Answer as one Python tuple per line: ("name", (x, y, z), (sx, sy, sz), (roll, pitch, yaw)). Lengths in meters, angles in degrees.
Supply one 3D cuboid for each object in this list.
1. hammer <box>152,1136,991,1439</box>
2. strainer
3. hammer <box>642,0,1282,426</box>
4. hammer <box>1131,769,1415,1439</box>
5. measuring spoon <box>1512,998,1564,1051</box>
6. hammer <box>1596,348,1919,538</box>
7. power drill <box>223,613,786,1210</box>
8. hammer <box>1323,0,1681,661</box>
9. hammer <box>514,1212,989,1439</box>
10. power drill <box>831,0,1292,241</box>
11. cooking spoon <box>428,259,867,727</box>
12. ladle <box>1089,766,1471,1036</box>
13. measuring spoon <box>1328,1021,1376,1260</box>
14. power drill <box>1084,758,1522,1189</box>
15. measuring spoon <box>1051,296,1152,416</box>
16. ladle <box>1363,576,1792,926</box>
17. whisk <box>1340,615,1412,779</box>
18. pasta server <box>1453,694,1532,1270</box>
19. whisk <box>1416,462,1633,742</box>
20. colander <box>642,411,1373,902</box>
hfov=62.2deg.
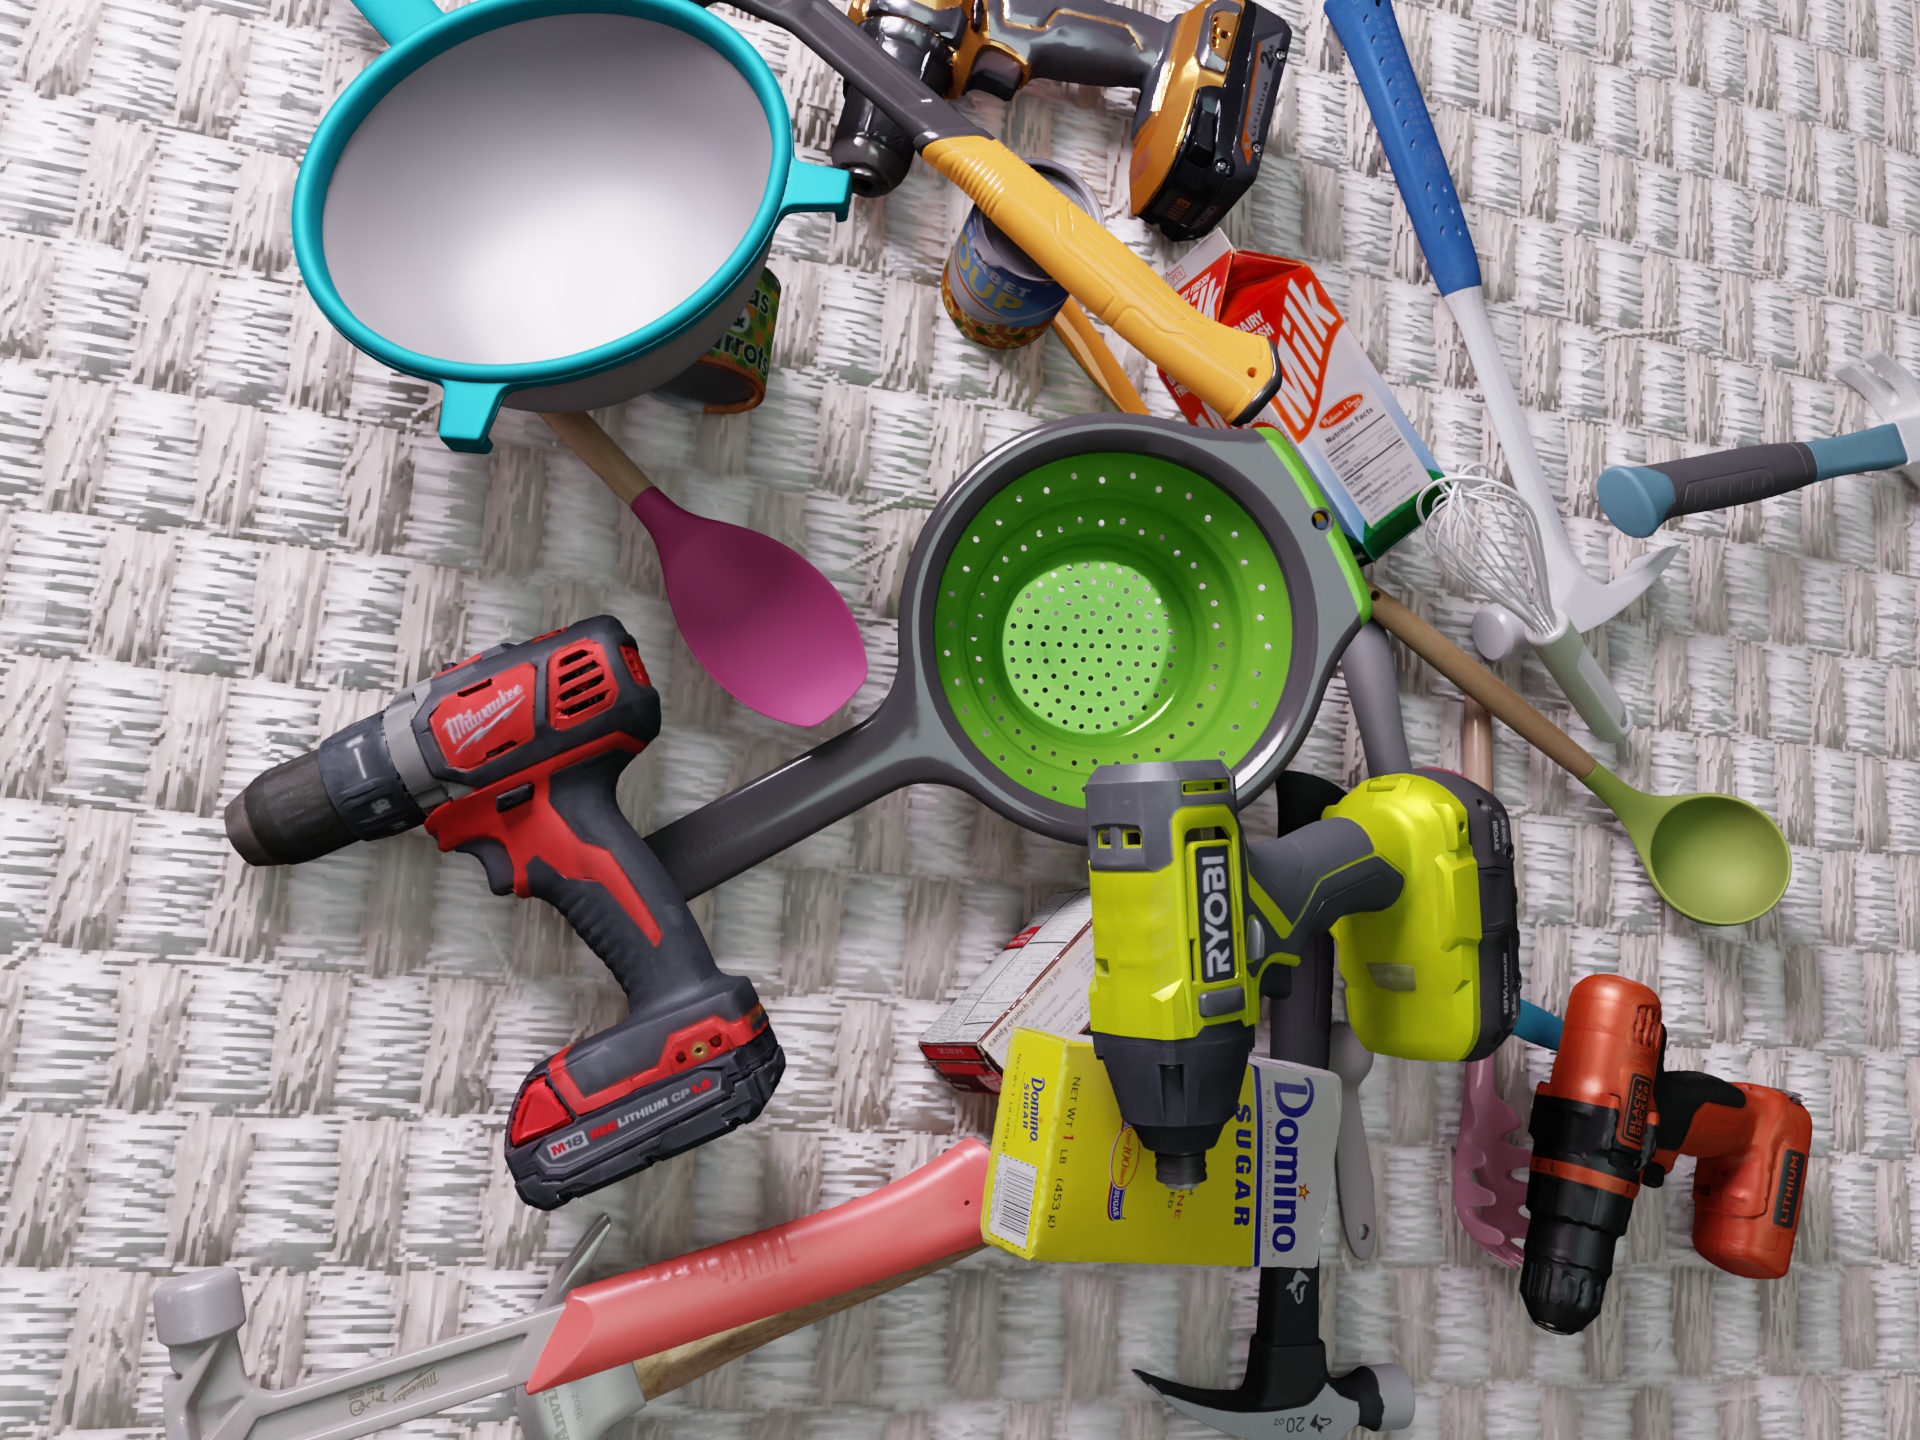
("hammer", (-0.133, 0.258, 0.667), (0.359, 0.037, 0.149), (-11, 86, -21))
("strainer", (-0.207, -0.254, 0.717), (0.211, 0.095, 0.341), (-36, 67, -10))
("hammer", (0.011, -0.251, 0.751), (0.337, 0.034, 0.127), (40, 74, -1))
("hammer", (0.165, 0.193, 0.804), (0.146, 0.035, 0.335), (4, 86, -19))
("measuring spoon", (0.336, 0.173, 0.872), (0.128, 0.021, 0.042), (25, 68, -34))
("hammer", (0.513, -0.156, 0.985), (0.331, 0.033, 0.128), (-13, 84, -30))
("power drill", (-0.191, 0.086, 0.680), (0.188, 0.080, 0.227), (-23, 89, -2))
("hammer", (0.306, -0.245, 0.945), (0.144, 0.035, 0.405), (-18, 87, -21))
("hammer", (-0.043, 0.249, 0.739), (0.331, 0.031, 0.130), (-18, 88, -22))
("power drill", (0.047, -0.334, 0.845), (0.226, 0.084, 0.185), (19, 76, -12))
("cooking spoon", (-0.163, -0.121, 0.732), (0.069, 0.017, 0.319), (-43, 85, -8))
("ladle", (0.155, 0.117, 0.835), (0.315, 0.031, 0.069), (-30, 83, -20))
("measuring spoon", (0.211, 0.223, 0.842), (0.034, 0.018, 0.124), (-2, 82, -20))
("power drill", (0.149, 0.101, 0.697), (0.223, 0.080, 0.171), (-1, 87, -39))
("measuring spoon", (0.079, -0.195, 0.867), (0.021, 0.011, 0.117), (-39, 95, -21))
("ladle", (0.340, 0.013, 0.889), (0.320, 0.062, 0.078), (35, 81, -16))
("whisk", (0.232, 0.029, 0.844), (0.055, 0.055, 0.239), (4, 63, -19))
("pasta server", (0.293, 0.135, 0.876), (0.060, 0.040, 0.316), (14, 74, -40))
("whisk", (0.318, -0.057, 0.869), (0.246, 0.059, 0.058), (41, 59, -38))
("colander", (-0.001, -0.002, 0.776), (0.397, 0.094, 0.204), (-28, 89, -4))
